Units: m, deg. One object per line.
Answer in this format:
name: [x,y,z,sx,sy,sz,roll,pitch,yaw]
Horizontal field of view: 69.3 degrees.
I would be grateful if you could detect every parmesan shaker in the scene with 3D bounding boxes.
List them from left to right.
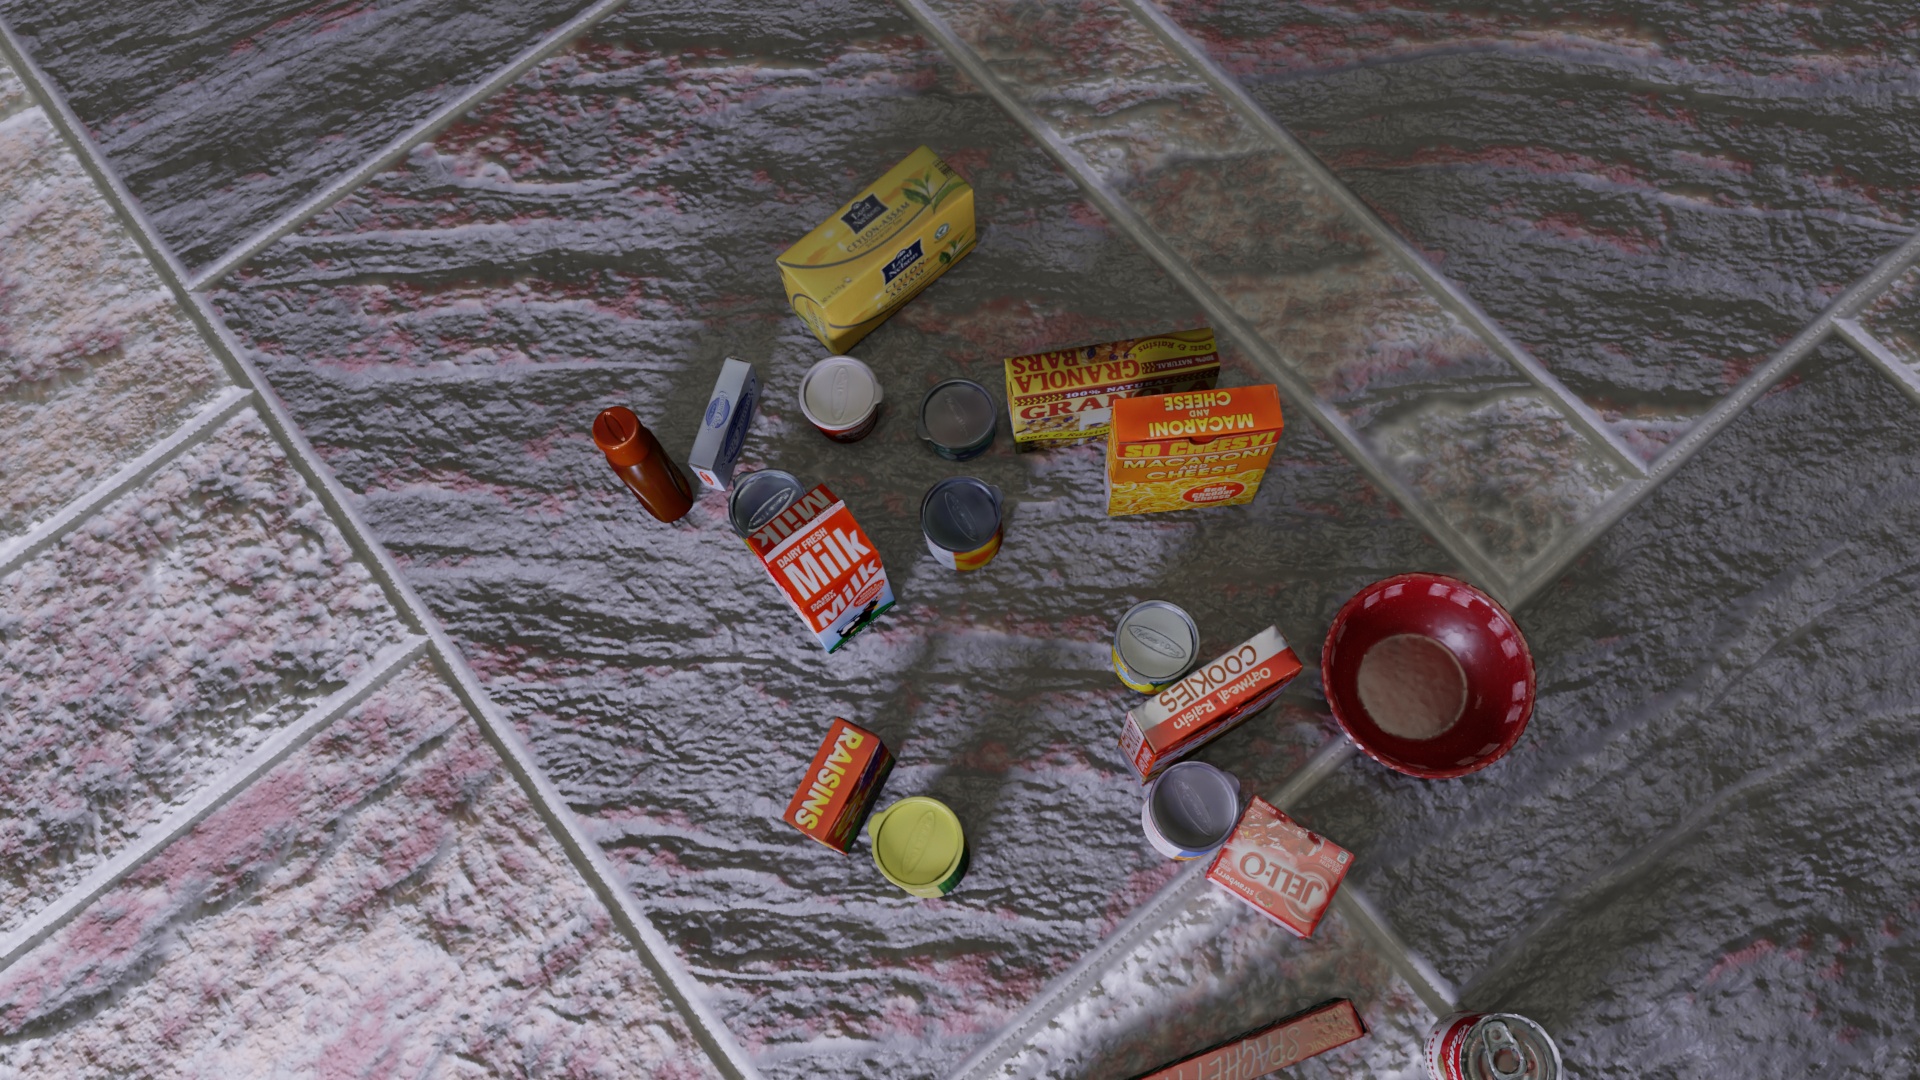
parmesan shaker: [-0.030,0.230,1.043,0.071,0.102,0.071,-1,72,3]

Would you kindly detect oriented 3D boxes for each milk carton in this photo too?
milk carton: [-0.107,0.019,1.070,0.072,0.190,0.073,-38,74,-8]

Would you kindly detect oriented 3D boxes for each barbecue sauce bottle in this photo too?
barbecue sauce bottle: [-0.260,-0.064,1.128,0.044,0.148,0.065,-33,74,-7]

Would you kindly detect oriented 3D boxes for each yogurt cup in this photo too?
yogurt cup: [-0.100,-0.117,1.186,0.072,0.053,0.072,-1,72,3]

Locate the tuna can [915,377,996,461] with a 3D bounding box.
tuna can: [-0.004,-0.102,1.187,0.071,0.032,0.071,-1,72,3]

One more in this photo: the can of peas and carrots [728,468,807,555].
can of peas and carrots: [-0.157,-0.021,1.155,0.071,0.058,0.071,-1,72,3]

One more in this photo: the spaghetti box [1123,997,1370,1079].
spaghetti box: [0.173,0.389,1.008,0.250,0.050,0.029,-20,72,-3]

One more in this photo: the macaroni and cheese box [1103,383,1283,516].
macaroni and cheese box: [0.179,-0.067,1.095,0.124,0.166,0.040,-6,72,2]

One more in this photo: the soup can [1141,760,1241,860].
soup can: [0.175,0.204,1.051,0.071,0.083,0.071,-1,72,3]

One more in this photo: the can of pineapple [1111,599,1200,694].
can of pineapple: [0.153,0.087,1.104,0.071,0.057,0.071,-1,72,3]

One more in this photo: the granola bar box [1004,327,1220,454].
granola bar box: [0.122,-0.120,1.138,0.166,0.124,0.039,-9,72,0]

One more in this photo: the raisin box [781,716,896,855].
raisin box: [-0.089,0.188,1.050,0.040,0.123,0.086,26,76,11]

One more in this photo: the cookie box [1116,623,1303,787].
cookie box: [0.181,0.127,1.031,0.123,0.167,0.040,-30,73,-6]

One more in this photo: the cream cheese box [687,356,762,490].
cream cheese box: [-0.200,-0.099,1.186,0.024,0.053,0.104,15,74,8]

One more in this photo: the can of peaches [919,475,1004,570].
can of peaches: [0.004,-0.014,1.145,0.071,0.058,0.071,-1,72,3]
